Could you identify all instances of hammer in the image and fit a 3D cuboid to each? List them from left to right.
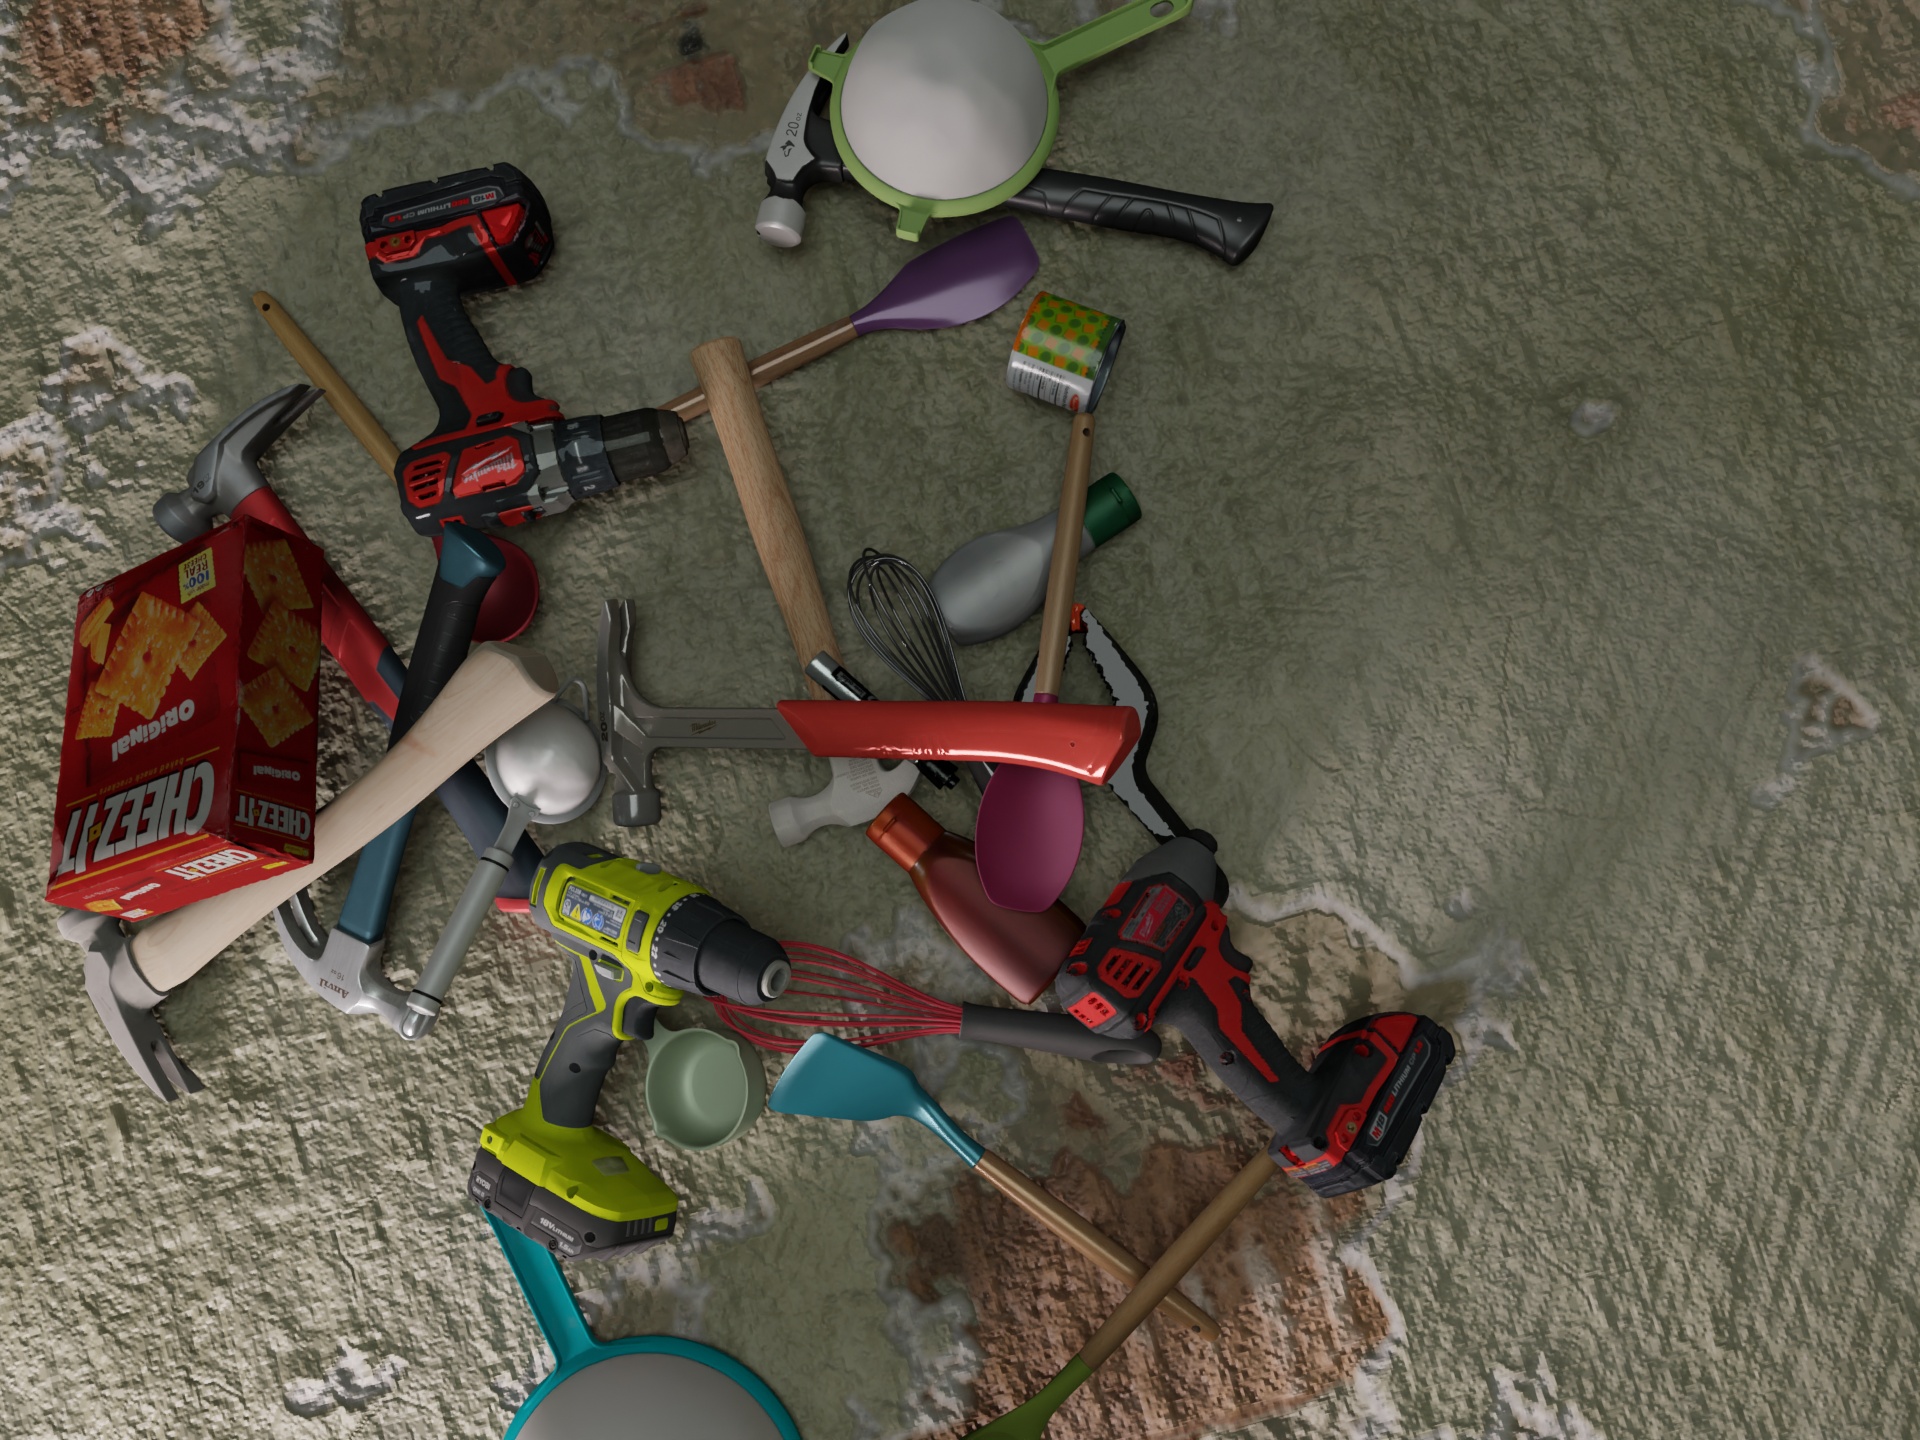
[{"bbox_3d":[-0.402,0.088,0.998,0.410,0.038,0.146,-34,84,19],"label":"hammer"},{"bbox_3d":[-0.375,-0.040,1.056,0.143,0.038,0.386,-39,85,11],"label":"hammer"},{"bbox_3d":[-0.353,0.035,1.017,0.128,0.033,0.331,23,103,11],"label":"hammer"},{"bbox_3d":[-0.107,-0.093,1.042,0.130,0.031,0.331,-19,88,1],"label":"hammer"},{"bbox_3d":[-0.067,-0.004,0.975,0.359,0.036,0.149,0,95,24],"label":"hammer"},{"bbox_3d":[0.040,-0.360,1.058,0.335,0.035,0.146,11,79,3],"label":"hammer"}]

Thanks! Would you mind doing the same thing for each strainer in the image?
[{"bbox_3d":[-0.287,0.081,1.004,0.086,0.050,0.258,35,65,-30],"label":"strainer"},{"bbox_3d":[-0.229,0.442,0.983,0.211,0.095,0.340,-28,85,2],"label":"strainer"},{"bbox_3d":[0.037,-0.428,1.018,0.256,0.069,0.151,-26,80,-3],"label":"strainer"}]

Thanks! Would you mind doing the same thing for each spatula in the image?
[{"bbox_3d":[-0.094,-0.252,1.071,0.316,0.018,0.060,-25,81,1],"label":"spatula"},{"bbox_3d":[0.028,0.299,1.001,0.317,0.044,0.082,35,122,4],"label":"spatula"}]

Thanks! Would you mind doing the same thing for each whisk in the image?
[{"bbox_3d":[-0.019,0.187,1.010,0.296,0.073,0.073,8,86,0],"label":"whisk"},{"bbox_3d":[-0.001,-0.004,0.995,0.055,0.055,0.239,-31,88,1],"label":"whisk"}]

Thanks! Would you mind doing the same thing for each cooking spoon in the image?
[{"bbox_3d":[0.057,-0.040,0.990,0.068,0.017,0.319,11,79,-14],"label":"cooking spoon"}]

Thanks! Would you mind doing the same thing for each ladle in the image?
[{"bbox_3d":[-0.389,-0.176,1.084,0.069,0.031,0.315,-39,82,-2],"label":"ladle"},{"bbox_3d":[0.099,0.375,0.961,0.320,0.062,0.078,-47,113,-3],"label":"ladle"}]

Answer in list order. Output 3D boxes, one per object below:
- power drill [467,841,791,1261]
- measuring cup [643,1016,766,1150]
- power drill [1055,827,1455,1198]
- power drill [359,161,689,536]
[{"bbox_3d":[-0.204,0.204,0.974,0.191,0.080,0.228,17,92,33],"label":"power drill"},{"bbox_3d":[-0.189,0.205,1.035,0.083,0.038,0.168,-49,66,10],"label":"measuring cup"},{"bbox_3d":[0.177,0.171,0.958,0.219,0.078,0.143,38,61,1],"label":"power drill"},{"bbox_3d":[-0.289,-0.243,1.047,0.188,0.080,0.227,-14,81,-1],"label":"power drill"}]
